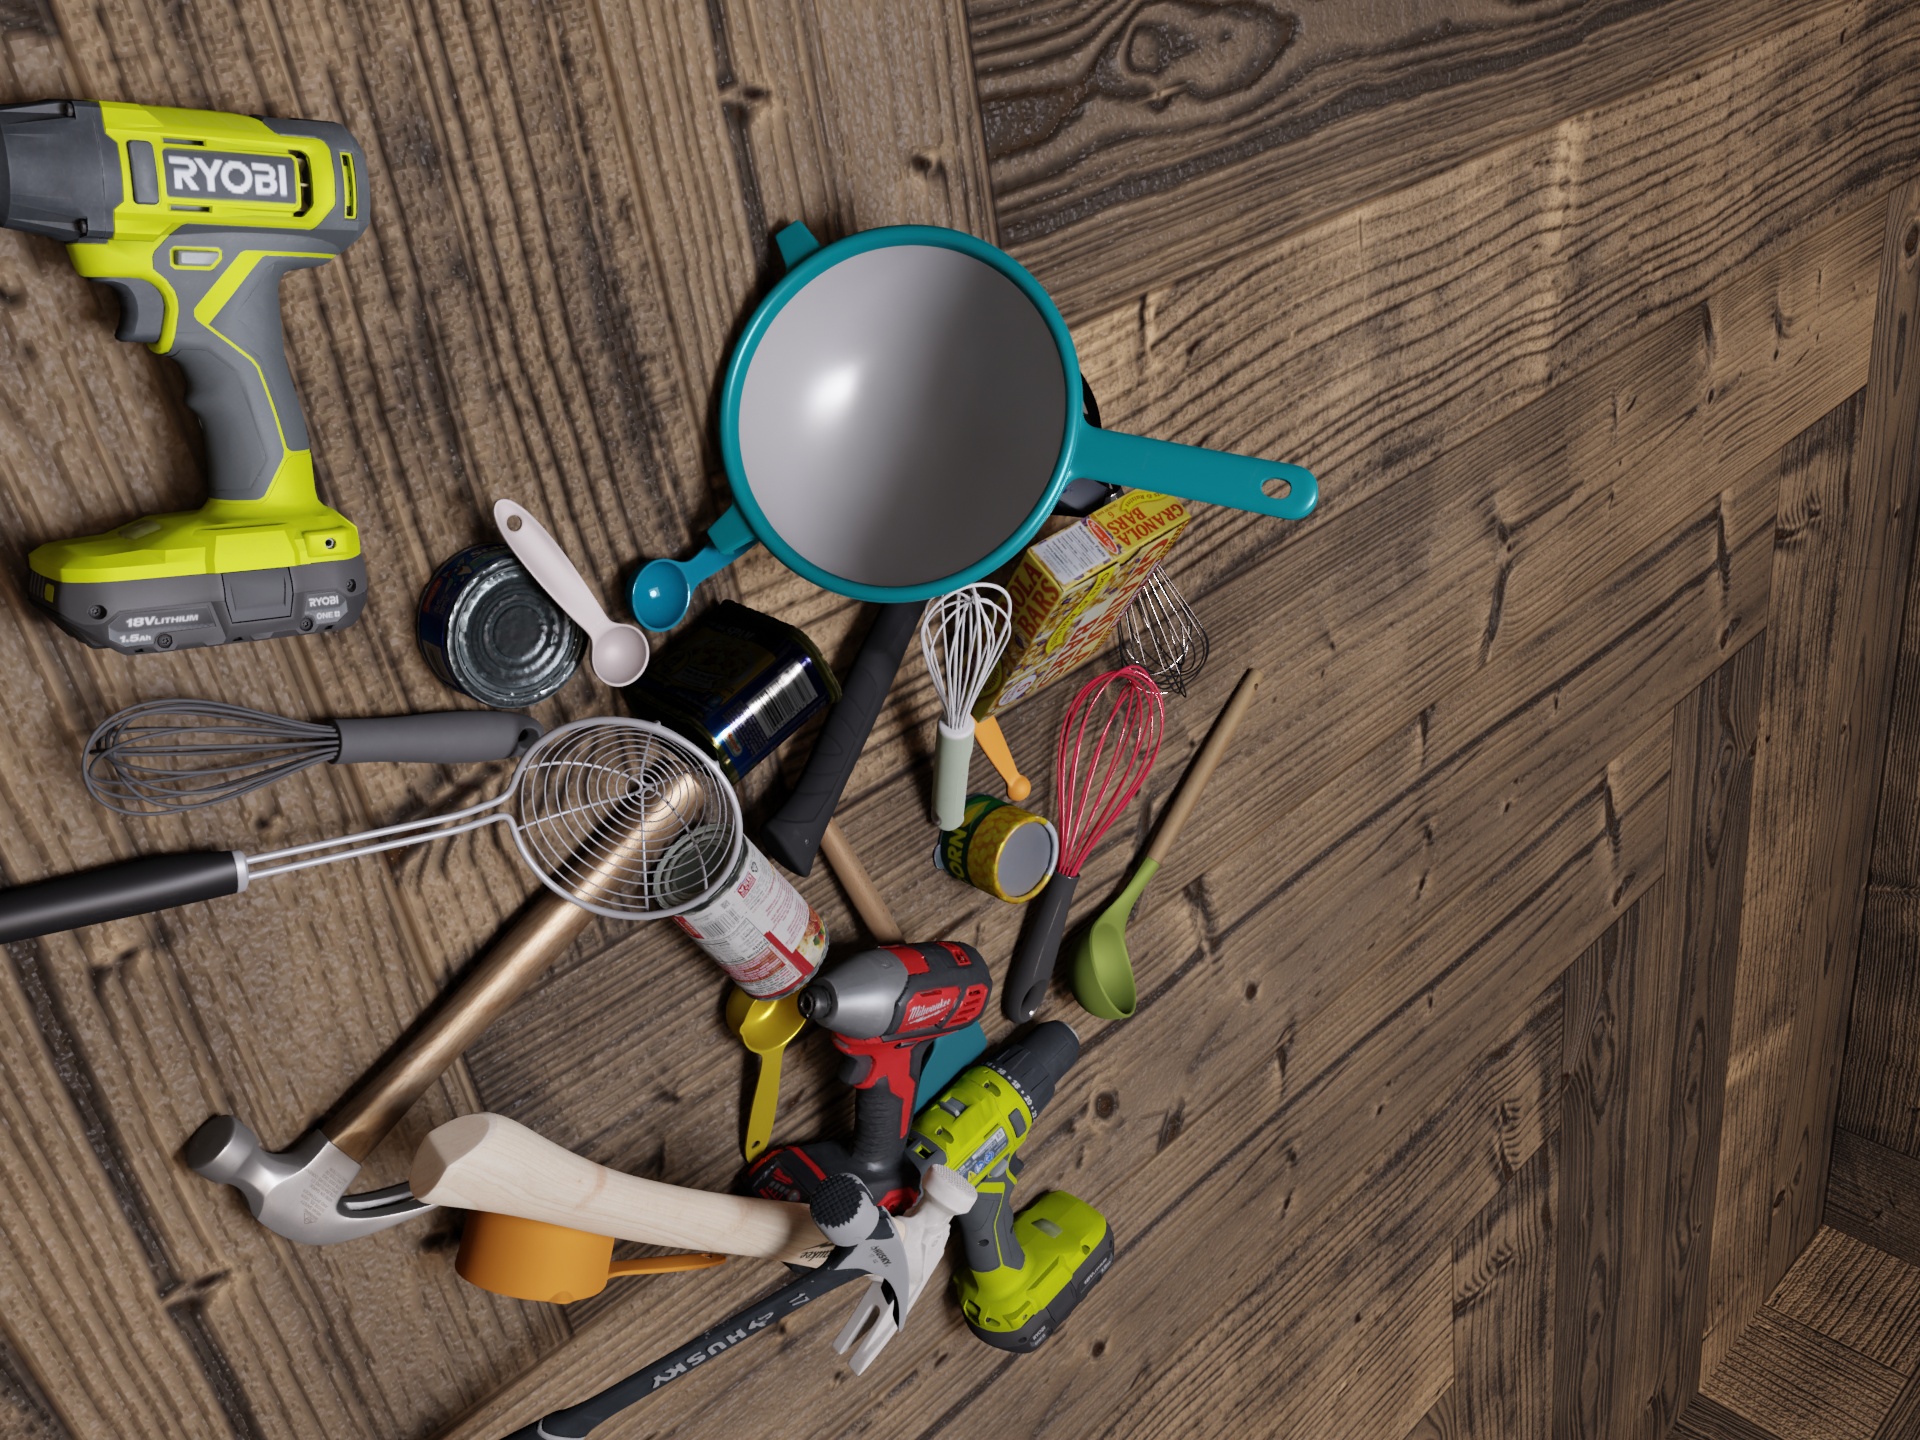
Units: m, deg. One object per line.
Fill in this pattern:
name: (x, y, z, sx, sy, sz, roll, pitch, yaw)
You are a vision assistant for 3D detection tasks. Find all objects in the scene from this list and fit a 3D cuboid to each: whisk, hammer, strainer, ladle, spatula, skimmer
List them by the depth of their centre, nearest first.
skimmer: (-0.288, 0.075, 0.792, 0.363, 0.090, 0.127, -12, 124, -36)
whisk: (-0.312, 0.014, 0.794, 0.239, 0.055, 0.055, -3, 107, -48)
hammer: (-0.263, 0.152, 0.901, 0.331, 0.031, 0.129, -48, 132, -20)
strainer: (0.034, -0.155, 0.906, 0.095, 0.340, 0.211, 7, 96, -76)
hammer: (-0.212, 0.404, 0.929, 0.409, 0.036, 0.149, -29, 136, -5)
hammer: (-0.151, 0.304, 0.940, 0.410, 0.038, 0.146, 31, 90, -46)
hammer: (-0.040, -0.056, 1.024, 0.146, 0.035, 0.335, 32, 79, -45)
whisk: (-0.002, -0.003, 1.029, 0.059, 0.058, 0.246, -15, 145, -15)
spatula: (-0.052, 0.161, 1.114, 0.082, 0.044, 0.317, -41, 125, -24)
whisk: (0.118, -0.132, 1.147, 0.070, 0.070, 0.284, -42, 125, -25)
whisk: (0.085, 0.096, 1.199, 0.073, 0.073, 0.295, 4, 109, -44)
ladle: (0.177, 0.094, 1.285, 0.078, 0.062, 0.320, 45, 70, -43)

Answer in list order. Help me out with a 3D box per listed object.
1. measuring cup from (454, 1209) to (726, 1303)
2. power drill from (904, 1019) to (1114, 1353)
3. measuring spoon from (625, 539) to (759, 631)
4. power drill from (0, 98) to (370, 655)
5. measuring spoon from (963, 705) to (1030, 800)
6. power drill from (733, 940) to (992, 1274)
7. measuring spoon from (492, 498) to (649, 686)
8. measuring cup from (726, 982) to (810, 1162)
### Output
measuring cup: (-0.213, 0.305, 0.955, 0.173, 0.095, 0.052, 11, 88, -37)
power drill: (0.042, 0.360, 1.240, 0.190, 0.080, 0.228, -38, 125, -28)
measuring spoon: (-0.151, -0.097, 0.933, 0.129, 0.021, 0.042, -44, 131, -36)
power drill: (-0.342, -0.148, 0.687, 0.171, 0.080, 0.223, -12, 109, -42)
measuring spoon: (0.026, 0.017, 1.142, 0.021, 0.011, 0.116, -46, 131, -22)
power drill: (-0.069, 0.251, 1.064, 0.143, 0.079, 0.219, 2, 113, -44)
measuring spoon: (-0.208, -0.068, 0.838, 0.034, 0.018, 0.124, -47, 125, -21)
measuring cup: (-0.136, 0.229, 1.063, 0.062, 0.029, 0.156, -15, 127, -42)
